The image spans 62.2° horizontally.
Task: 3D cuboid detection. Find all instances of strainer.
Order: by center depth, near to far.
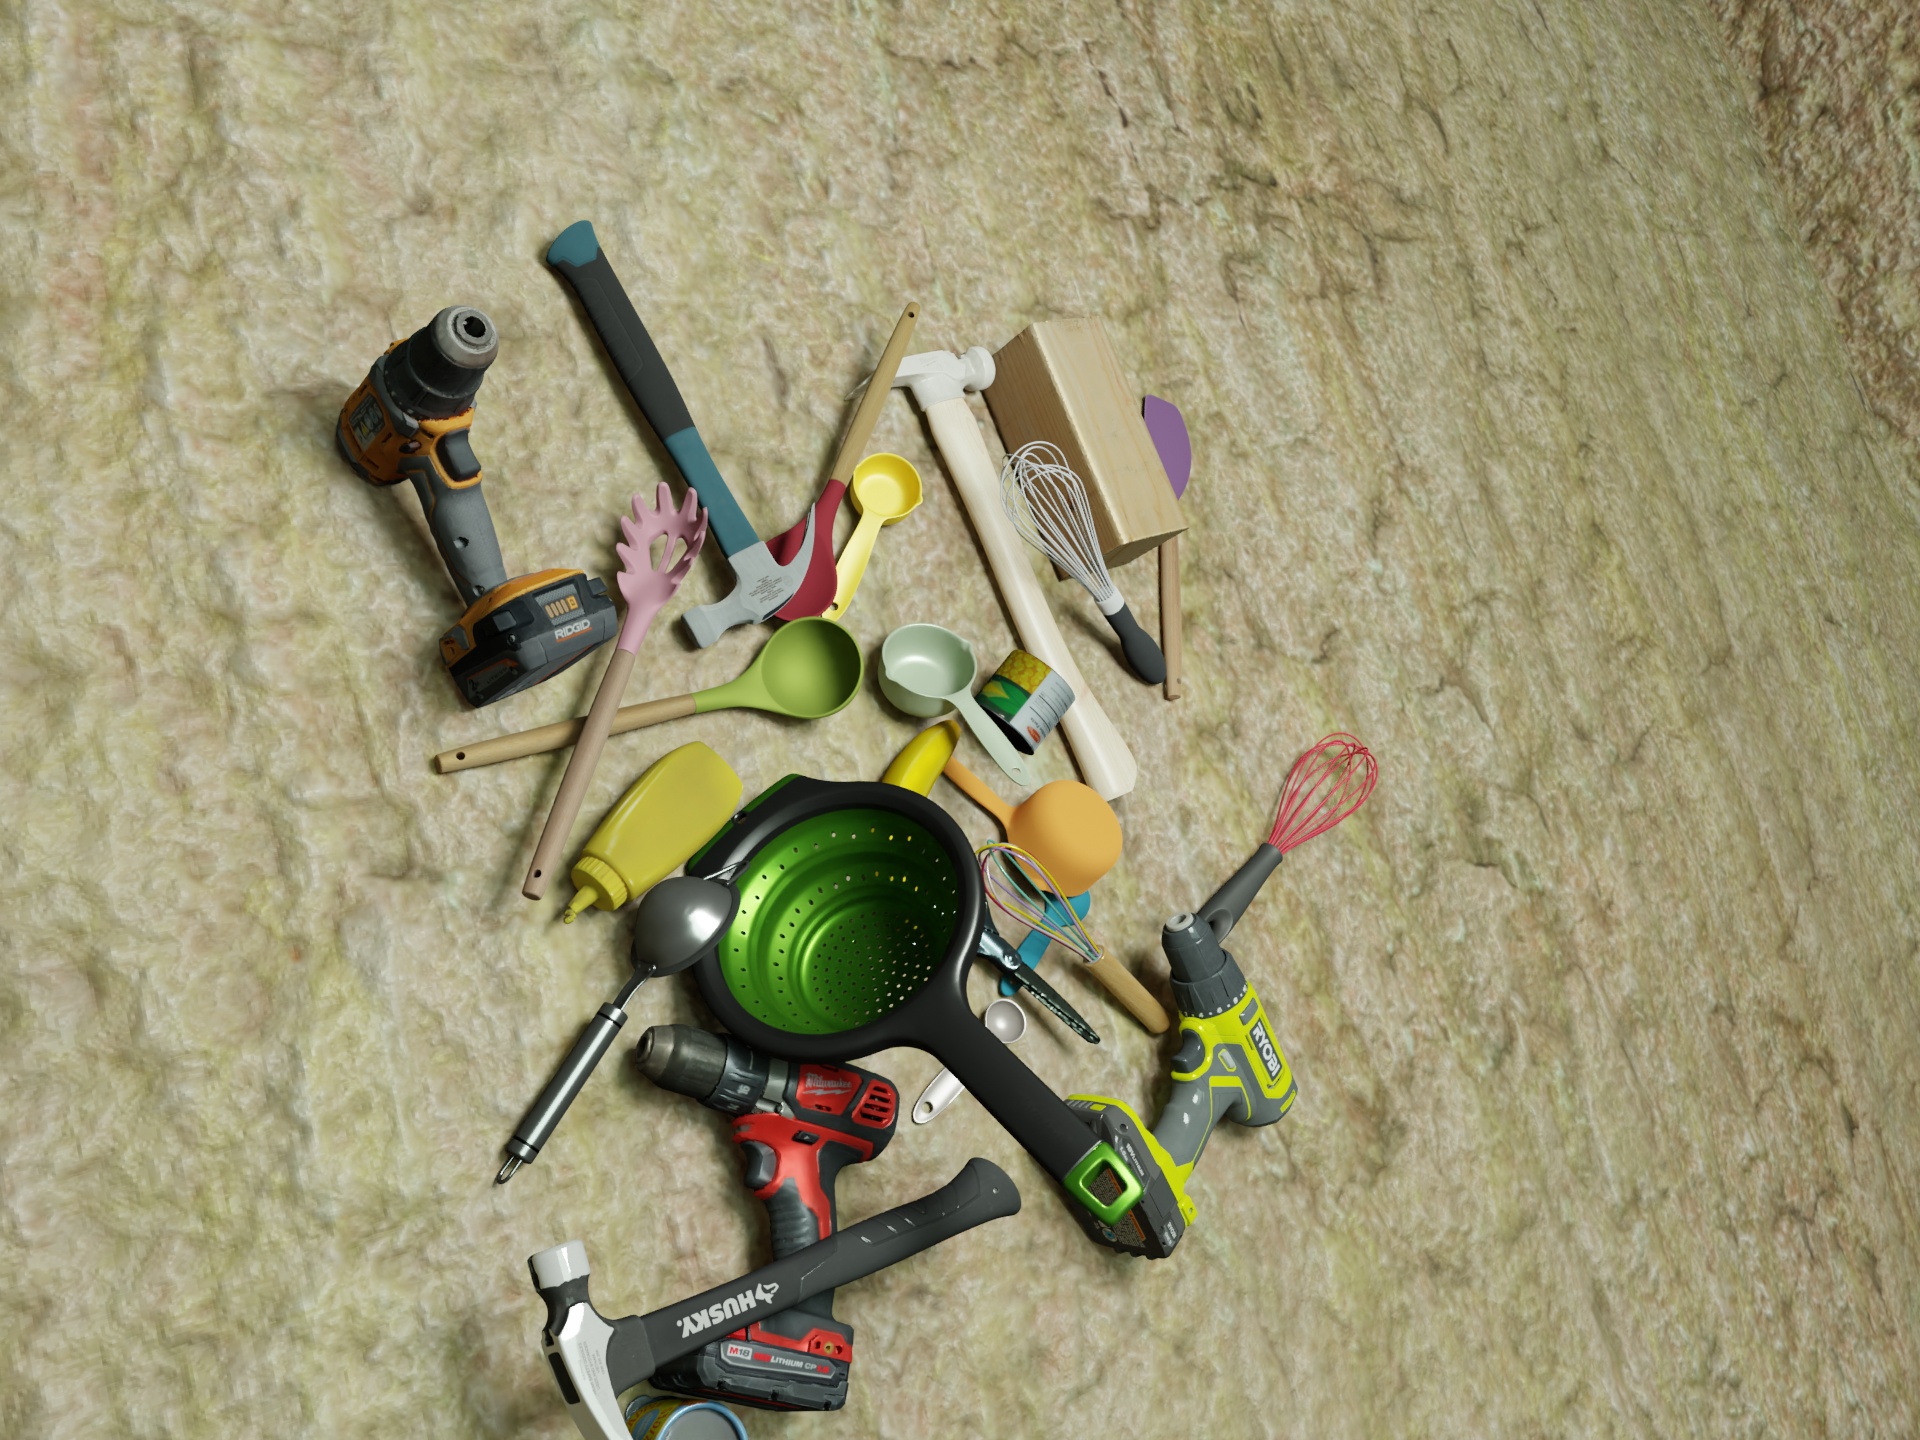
[{"bbox_3d":[-0.220,0.182,1.023,0.050,0.087,0.258,50,60,-35],"label":"strainer"}]

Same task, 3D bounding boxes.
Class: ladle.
[{"bbox_3d":[-0.208,-0.011,1.113,0.320,0.062,0.078,-15,76,-36],"label":"ladle"},{"bbox_3d":[-0.090,-0.210,1.264,0.069,0.031,0.316,26,67,-12],"label":"ladle"}]

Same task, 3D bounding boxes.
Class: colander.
[{"bbox_3d":[-0.022,0.194,1.046,0.204,0.094,0.397,-42,55,-13],"label":"colander"}]

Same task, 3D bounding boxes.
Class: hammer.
[{"bbox_3d":[-0.091,0.344,0.975,0.334,0.035,0.146,-9,72,-41],"label":"hammer"},{"bbox_3d":[-0.217,-0.224,1.186,0.128,0.033,0.331,-28,86,-17],"label":"hammer"},{"bbox_3d":[0.040,-0.119,1.344,0.146,0.038,0.411,-21,86,-37],"label":"hammer"}]

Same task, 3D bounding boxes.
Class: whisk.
[{"bbox_3d":[0.089,0.172,1.248,0.047,0.051,0.244,-43,118,0],"label":"whisk"},{"bbox_3d":[0.111,-0.124,1.336,0.284,0.070,0.070,51,47,-39],"label":"whisk"},{"bbox_3d":[0.289,0.107,1.425,0.296,0.073,0.073,-43,99,-32],"label":"whisk"}]

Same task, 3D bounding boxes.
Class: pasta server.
[{"bbox_3d":[-0.236,-0.026,1.069,0.060,0.040,0.316,12,60,4],"label":"pasta server"}]

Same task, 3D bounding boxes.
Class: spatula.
[{"bbox_3d":[0.197,-0.166,1.485,0.059,0.018,0.316,17,63,-31],"label":"spatula"}]

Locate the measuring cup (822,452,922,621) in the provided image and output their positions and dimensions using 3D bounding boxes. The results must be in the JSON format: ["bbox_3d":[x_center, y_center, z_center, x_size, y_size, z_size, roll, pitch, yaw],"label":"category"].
[{"bbox_3d":[-0.080,-0.143,1.278,0.062,0.029,0.157,25,71,-8],"label":"measuring cup"}]

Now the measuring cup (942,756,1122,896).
[{"bbox_3d":[0.055,0.065,1.264,0.173,0.052,0.095,39,39,-10],"label":"measuring cup"}]

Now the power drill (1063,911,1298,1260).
[{"bbox_3d":[0.165,0.280,1.235,0.228,0.080,0.190,-42,114,-39],"label":"power drill"}]

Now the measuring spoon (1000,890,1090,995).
[{"bbox_3d":[0.069,0.170,1.261,0.042,0.021,0.129,48,50,-11],"label":"measuring spoon"}]

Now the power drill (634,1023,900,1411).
[{"bbox_3d":[-0.138,0.313,1.026,0.187,0.080,0.227,24,57,-27],"label":"power drill"}]

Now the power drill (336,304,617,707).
[{"bbox_3d":[-0.305,-0.138,1.011,0.084,0.185,0.226,-28,93,-40],"label":"power drill"}]

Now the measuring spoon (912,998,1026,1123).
[{"bbox_3d":[0.004,0.257,1.190,0.034,0.018,0.124,47,59,1],"label":"measuring spoon"}]

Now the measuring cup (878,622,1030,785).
[{"bbox_3d":[-0.002,-0.004,1.232,0.083,0.038,0.168,-24,64,-32],"label":"measuring cup"}]
